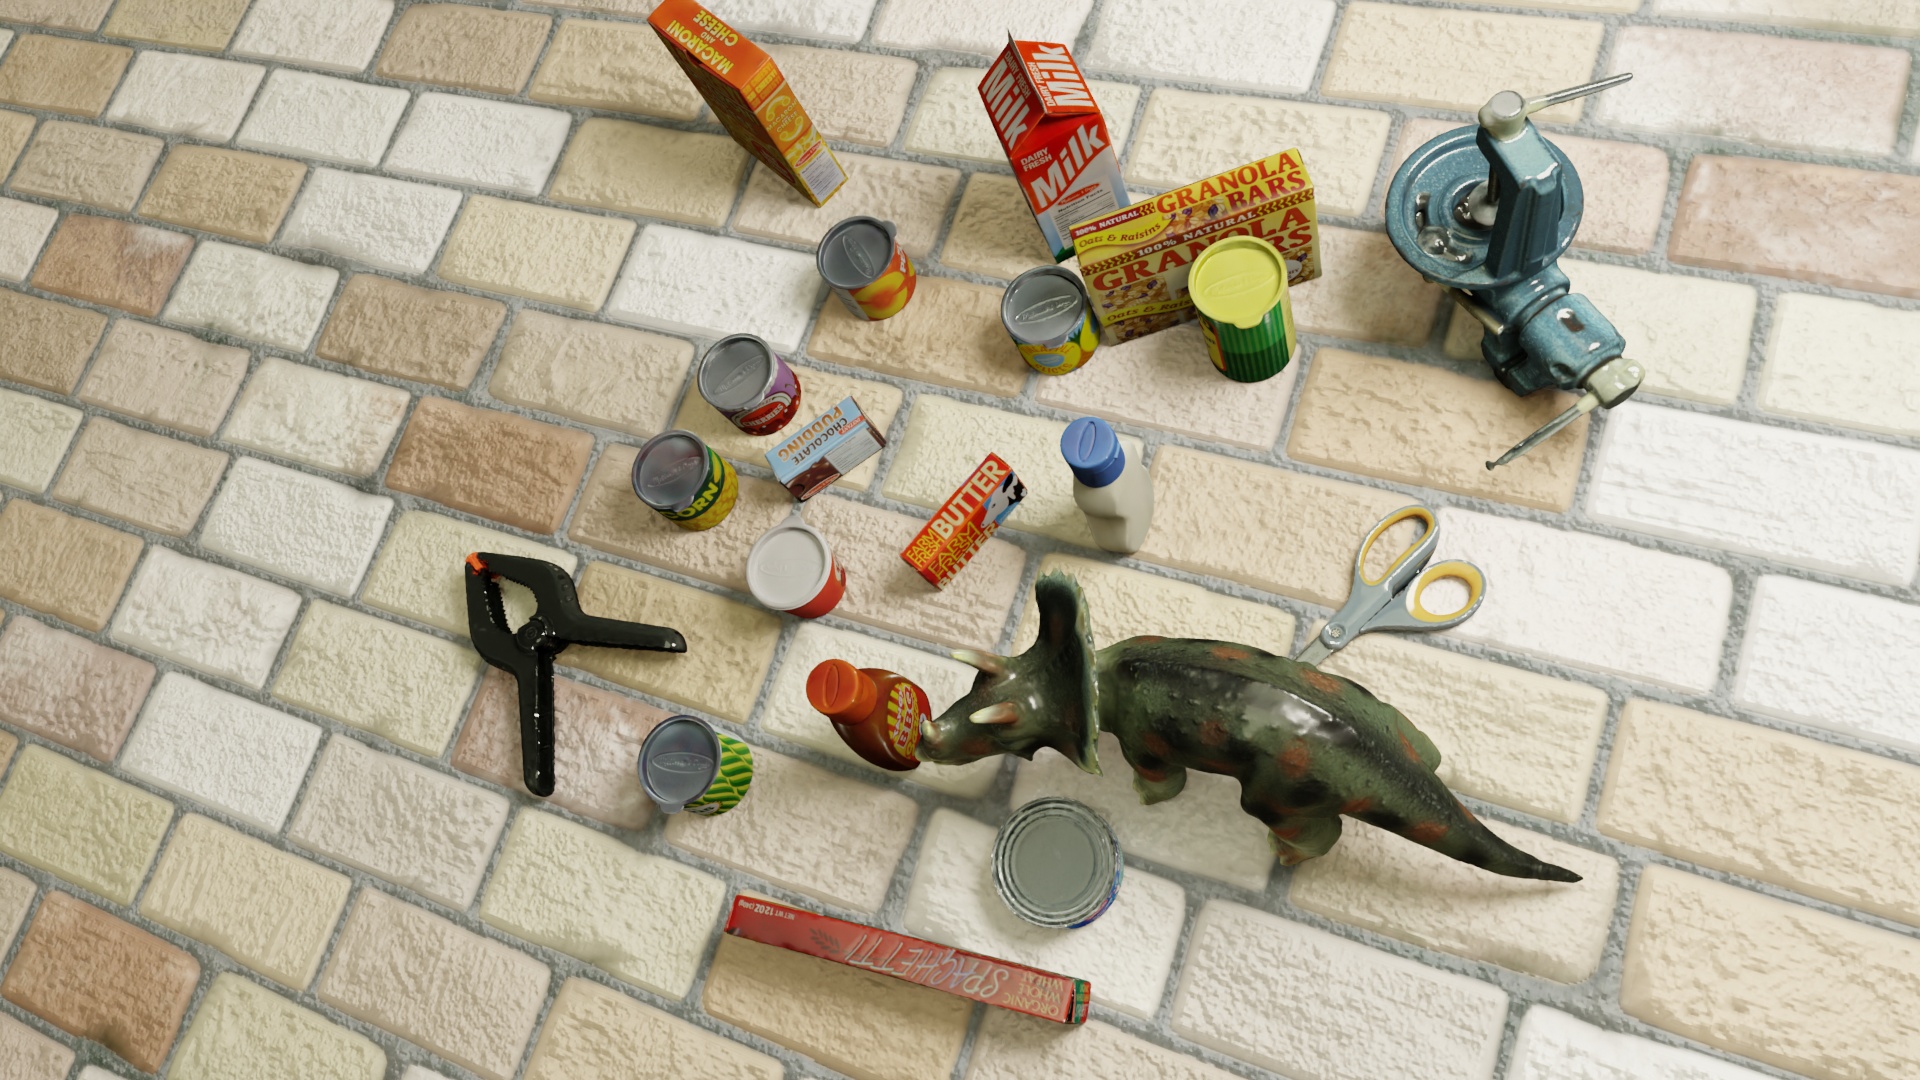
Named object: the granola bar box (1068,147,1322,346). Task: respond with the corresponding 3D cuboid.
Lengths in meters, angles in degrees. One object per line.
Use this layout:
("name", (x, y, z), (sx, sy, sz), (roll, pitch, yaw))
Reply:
("granola bar box", (0.172, -0.209, 1.002), (0.165, 0.124, 0.039), (-17, 67, 11))

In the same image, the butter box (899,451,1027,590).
("butter box", (0.004, -0.013, 1.023), (0.024, 0.053, 0.103), (40, 86, 25))

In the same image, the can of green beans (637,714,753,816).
("can of green beans", (-0.193, 0.166, 1.017), (0.071, 0.057, 0.071), (-6, 70, 15))

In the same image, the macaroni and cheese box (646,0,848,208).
("macaroni and cheese box", (-0.172, -0.359, 1.139), (0.040, 0.166, 0.124), (-47, 65, -2))

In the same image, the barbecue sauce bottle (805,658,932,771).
("barbecue sauce bottle", (-0.062, 0.115, 0.945), (0.043, 0.148, 0.065), (0, 72, 17))

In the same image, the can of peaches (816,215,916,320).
("can of peaches", (-0.073, -0.220, 1.118), (0.071, 0.058, 0.071), (-6, 70, 15))

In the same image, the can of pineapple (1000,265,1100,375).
("can of pineapple", (0.069, -0.165, 1.055), (0.071, 0.057, 0.071), (-6, 70, 15))

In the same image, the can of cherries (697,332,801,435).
("can of cherries", (-0.167, -0.122, 1.112), (0.071, 0.058, 0.071), (-6, 70, 15))

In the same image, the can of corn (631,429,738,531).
("can of corn", (-0.216, -0.045, 1.100), (0.071, 0.058, 0.071), (-6, 70, 15))

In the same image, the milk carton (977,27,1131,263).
("milk carton", (0.070, -0.294, 1.028), (0.073, 0.190, 0.072), (-25, 66, 8))

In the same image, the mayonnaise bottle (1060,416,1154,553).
("mayonnaise bottle", (0.101, -0.041, 0.951), (0.041, 0.147, 0.065), (9, 75, 20))

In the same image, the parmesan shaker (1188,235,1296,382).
("parmesan shaker", (0.202, -0.159, 0.987), (0.071, 0.103, 0.071), (-6, 70, 15))

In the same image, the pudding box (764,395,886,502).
("pudding box", (-0.105, -0.070, 1.079), (0.083, 0.049, 0.030), (-35, 65, 3))

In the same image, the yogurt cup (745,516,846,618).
("yogurt cup", (-0.121, 0.026, 1.047), (0.072, 0.054, 0.072), (-6, 70, 15))

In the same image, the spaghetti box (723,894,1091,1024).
("spaghetti box", (-0.036, 0.280, 0.932), (0.250, 0.050, 0.029), (8, 74, 20))
